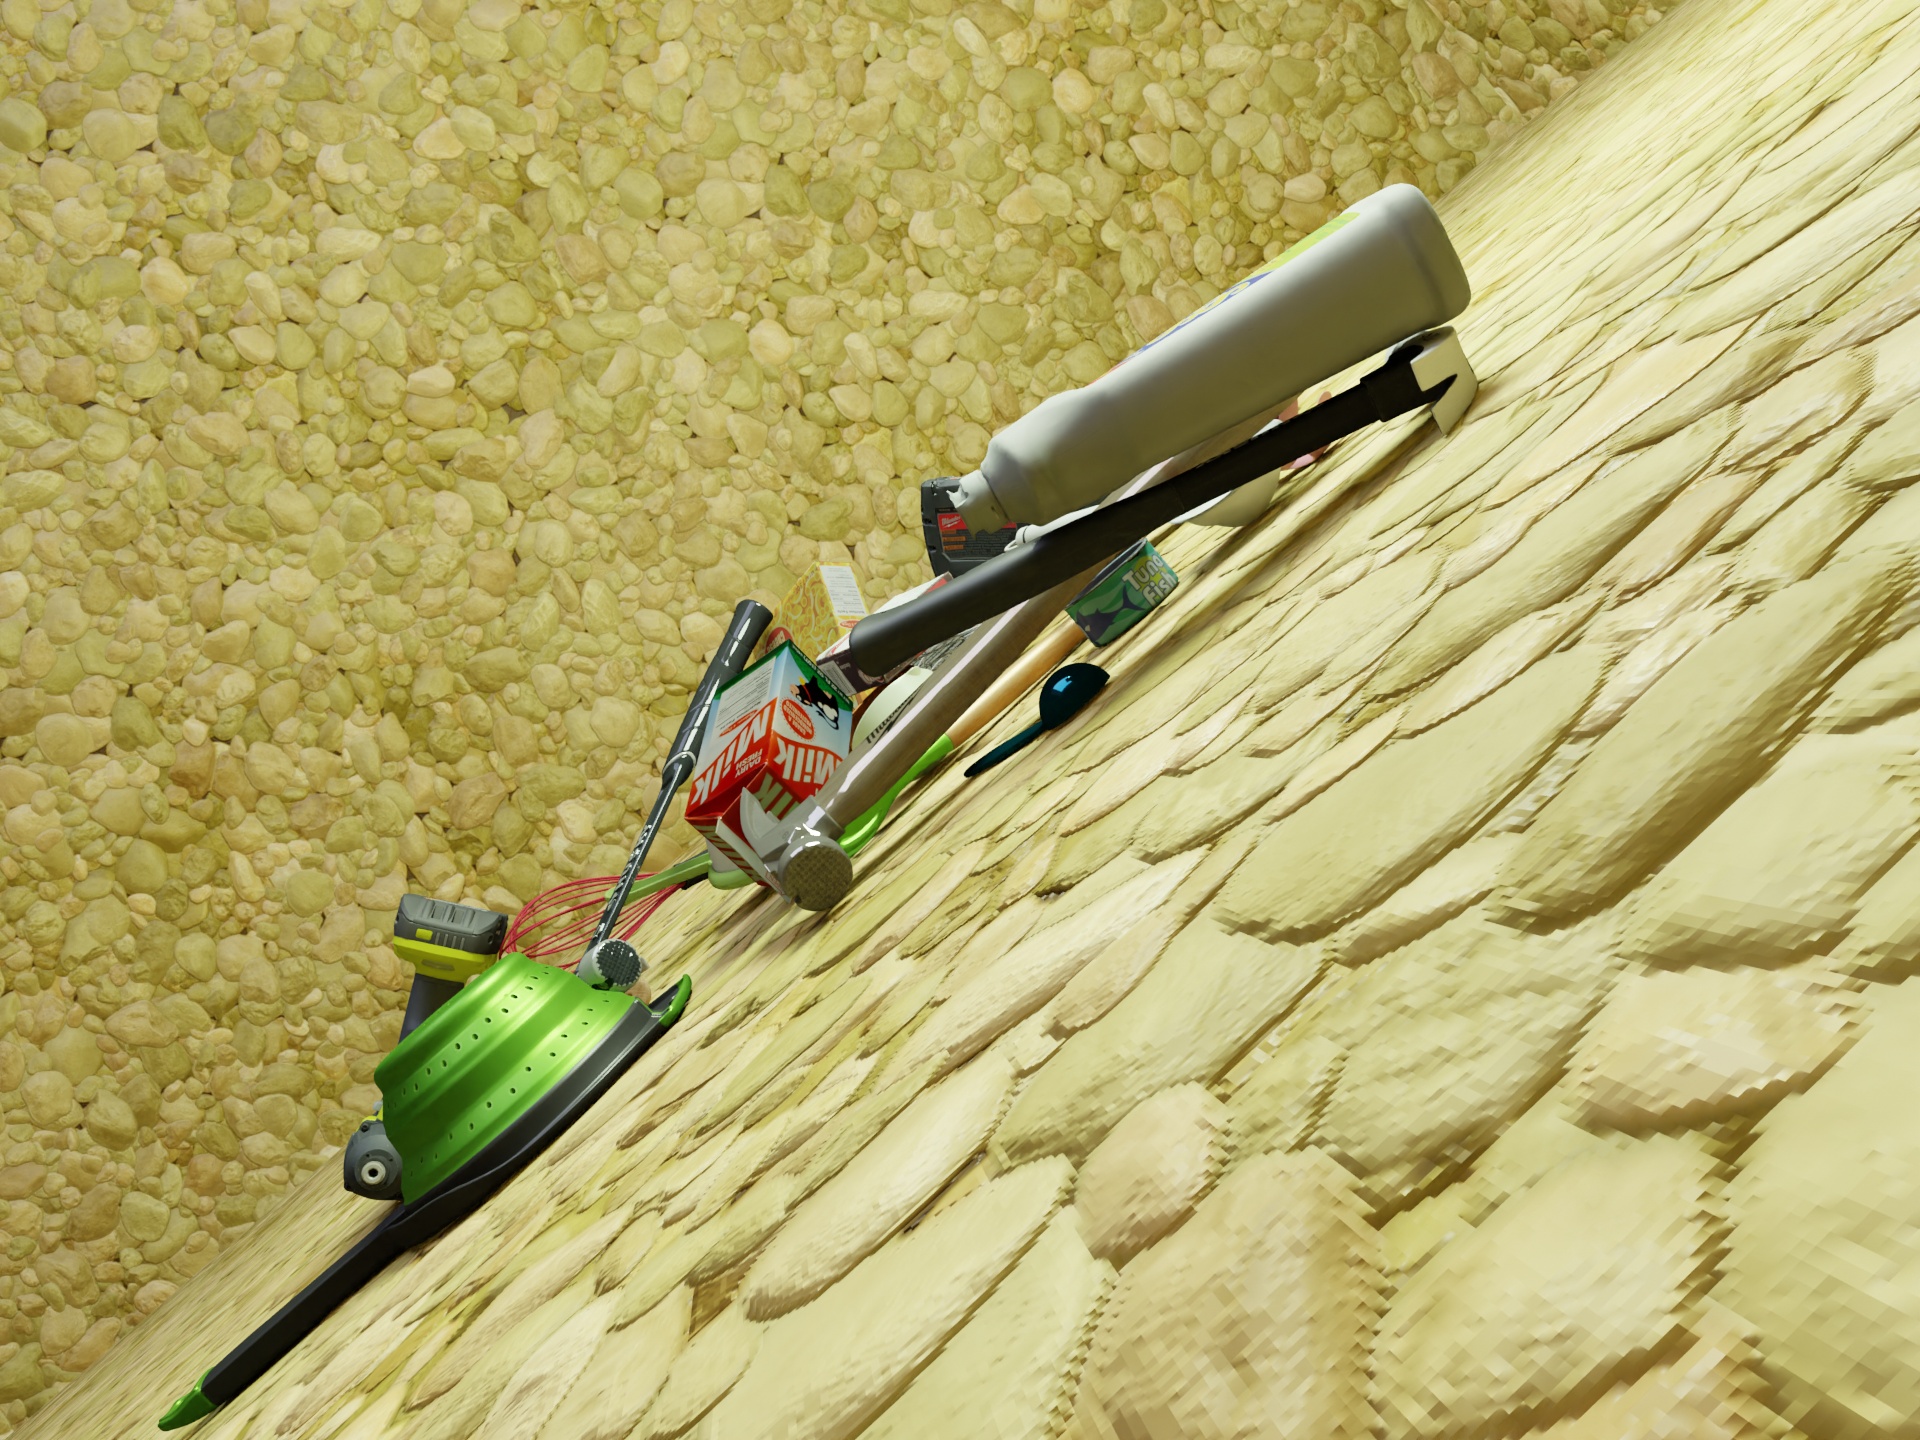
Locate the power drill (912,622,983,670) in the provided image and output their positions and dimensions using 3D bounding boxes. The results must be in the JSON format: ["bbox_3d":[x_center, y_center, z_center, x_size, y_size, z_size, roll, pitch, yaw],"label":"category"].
[{"bbox_3d":[-0.008,-0.079,1.385,0.190,0.080,0.228,-41,4,10],"label":"power drill"}]

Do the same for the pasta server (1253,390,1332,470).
[{"bbox_3d":[0.190,-0.173,1.082,0.060,0.040,0.316,4,0,-4],"label":"pasta server"}]

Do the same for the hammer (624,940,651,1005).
[{"bbox_3d":[-0.282,0.220,1.240,0.130,0.031,0.331,-43,6,-23],"label":"hammer"}]

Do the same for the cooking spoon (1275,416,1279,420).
[{"bbox_3d":[0.172,-0.181,1.412,0.319,0.017,0.069,-39,3,12],"label":"cooking spoon"}]

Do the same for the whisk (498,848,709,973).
[{"bbox_3d":[-0.249,0.138,1.321,0.296,0.073,0.073,-25,-6,-36],"label":"whisk"}]

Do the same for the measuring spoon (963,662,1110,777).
[{"bbox_3d":[0.031,0.000,0.837,0.042,0.021,0.128,-45,6,-39],"label":"measuring spoon"}]

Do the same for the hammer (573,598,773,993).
[{"bbox_3d":[-0.221,0.054,1.200,0.149,0.036,0.409,-36,26,43],"label":"hammer"}]

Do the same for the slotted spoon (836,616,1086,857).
[{"bbox_3d":[0.009,-0.003,1.013,0.314,0.031,0.070,-41,-13,-25],"label":"slotted spoon"}]

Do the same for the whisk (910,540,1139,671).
[{"bbox_3d":[0.034,-0.068,1.146,0.284,0.070,0.070,-36,7,48],"label":"whisk"}]

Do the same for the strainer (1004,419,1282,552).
[{"bbox_3d":[0.115,-0.130,0.977,0.258,0.050,0.087,-9,37,50],"label":"strainer"}]

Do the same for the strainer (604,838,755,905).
[{"bbox_3d":[-0.180,0.076,1.200,0.256,0.069,0.151,-23,15,24],"label":"strainer"}]

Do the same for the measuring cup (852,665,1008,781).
[{"bbox_3d":[-0.002,-0.003,1.072,0.167,0.038,0.083,-20,-37,-46],"label":"measuring cup"}]

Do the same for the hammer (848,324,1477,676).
[{"bbox_3d":[0.093,-0.103,0.787,0.335,0.035,0.146,-25,11,14],"label":"hammer"}]

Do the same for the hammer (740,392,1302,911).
[{"bbox_3d":[0.037,-0.066,0.894,0.410,0.038,0.146,-45,22,-4],"label":"hammer"}]

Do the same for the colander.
[{"bbox_3d":[-0.341,0.260,0.948,0.397,0.094,0.204,-41,5,-3],"label":"colander"}]

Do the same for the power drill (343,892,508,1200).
[{"bbox_3d":[-0.416,0.251,1.222,0.171,0.080,0.223,152,131,-76],"label":"power drill"}]

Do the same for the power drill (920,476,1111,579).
[{"bbox_3d":[0.064,-0.171,1.253,0.188,0.080,0.226,3,20,39],"label":"power drill"}]

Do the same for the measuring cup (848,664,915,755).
[{"bbox_3d":[-0.063,0.037,1.108,0.095,0.052,0.174,-30,23,48],"label":"measuring cup"}]
